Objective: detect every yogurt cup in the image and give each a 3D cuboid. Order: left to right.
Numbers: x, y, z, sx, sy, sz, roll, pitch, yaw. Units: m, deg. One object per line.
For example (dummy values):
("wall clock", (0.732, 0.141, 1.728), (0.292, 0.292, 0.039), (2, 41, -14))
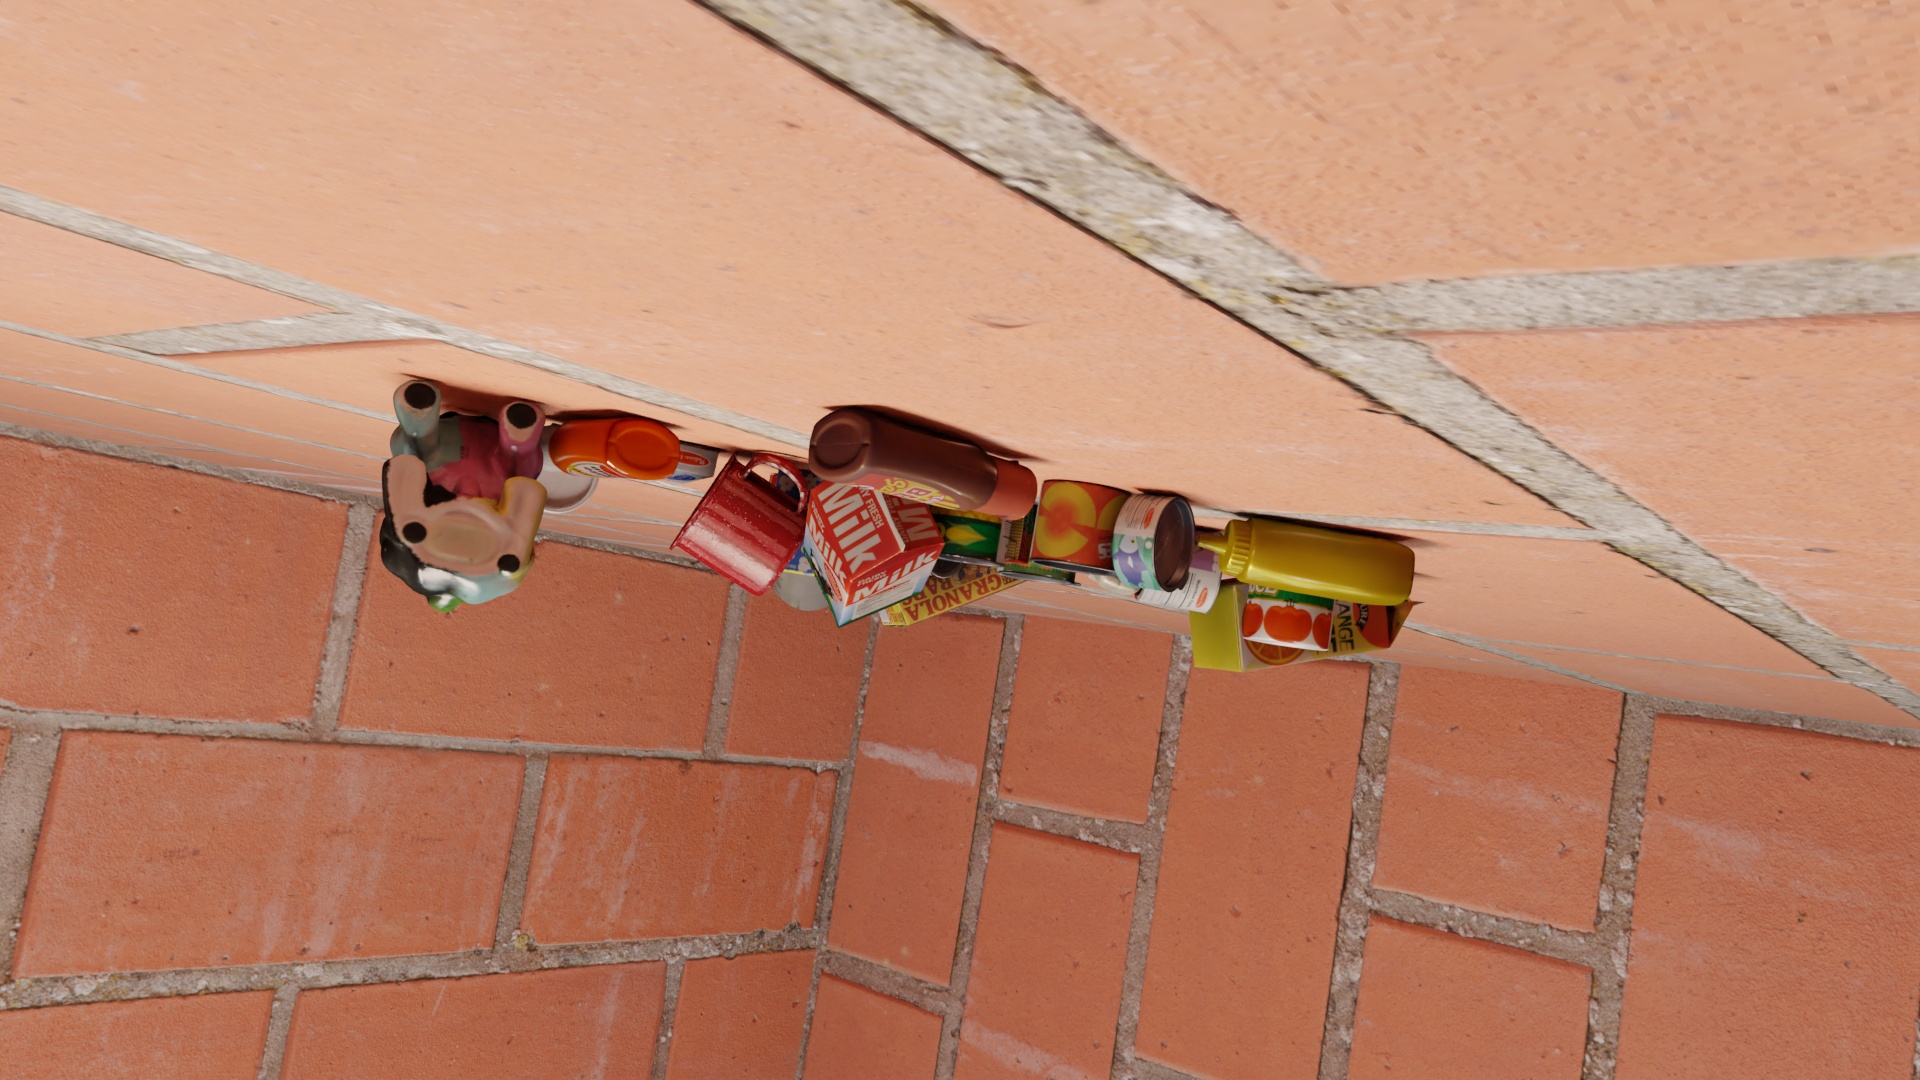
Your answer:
("yogurt cup", (-0.340, -0.059, 1.170), (0.072, 0.072, 0.054), (11, -177, -18))

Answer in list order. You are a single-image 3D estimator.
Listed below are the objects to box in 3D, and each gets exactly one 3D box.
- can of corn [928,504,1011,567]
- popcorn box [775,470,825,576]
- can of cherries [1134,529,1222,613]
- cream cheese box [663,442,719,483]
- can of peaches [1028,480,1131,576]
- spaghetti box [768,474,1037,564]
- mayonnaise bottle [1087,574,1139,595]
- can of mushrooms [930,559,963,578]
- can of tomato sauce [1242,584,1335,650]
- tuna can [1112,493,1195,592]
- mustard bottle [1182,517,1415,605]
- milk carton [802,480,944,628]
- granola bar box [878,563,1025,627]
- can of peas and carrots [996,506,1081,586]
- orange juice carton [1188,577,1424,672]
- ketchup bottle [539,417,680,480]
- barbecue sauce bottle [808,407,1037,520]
("can of corn", (0.004, -0.013, 1.071), (0.071, 0.058, 0.071), (9, 175, 1))
("popcorn box", (-0.095, -0.010, 1.142), (0.127, 0.085, 0.038), (6, 175, 27))
("can of cherries", (0.175, 0.020, 1.115), (0.058, 0.071, 0.071), (10, 175, -2))
("cream cheese box", (-0.236, -0.065, 1.127), (0.053, 0.024, 0.103), (13, 174, -24))
("can of peaches", (0.087, -0.008, 0.980), (0.071, 0.058, 0.071), (9, 174, 1))
("spaghetti box", (-0.056, -0.020, 1.164), (0.250, 0.050, 0.028), (7, 173, 27))
("mayonnaise bottle", (0.125, 0.010, 1.112), (0.041, 0.064, 0.148), (18, 179, -1))
("can of mushrooms", (-0.026, -0.001, 1.220), (0.033, 0.071, 0.071), (7, 174, 40))
("can of tomato sauce", (0.252, 0.038, 1.062), (0.071, 0.083, 0.071), (9, 175, 1))
("tuna can", (0.133, 0.003, 0.952), (0.033, 0.071, 0.071), (8, 175, 33))
("mustard bottle", (0.237, 0.012, 0.985), (0.160, 0.049, 0.065), (10, 175, -4))
("milk carton", (-0.064, -0.002, 0.993), (0.073, 0.072, 0.190), (-22, 169, -14))
("granola bar box", (0.004, 0.040, 1.372), (0.166, 0.039, 0.124), (-21, -178, -14))
("can of peas and carrots", (0.069, 0.004, 1.159), (0.071, 0.059, 0.071), (8, 175, 1))
("orange juice carton", (0.294, 0.062, 1.176), (0.193, 0.073, 0.071), (-6, -179, -23))
("ketchup bottle", (-0.272, -0.069, 1.033), (0.065, 0.043, 0.149), (13, 174, -43))
("barbecue sauce bottle", (-0.016, -0.043, 0.842), (0.148, 0.043, 0.065), (13, 173, -42))
